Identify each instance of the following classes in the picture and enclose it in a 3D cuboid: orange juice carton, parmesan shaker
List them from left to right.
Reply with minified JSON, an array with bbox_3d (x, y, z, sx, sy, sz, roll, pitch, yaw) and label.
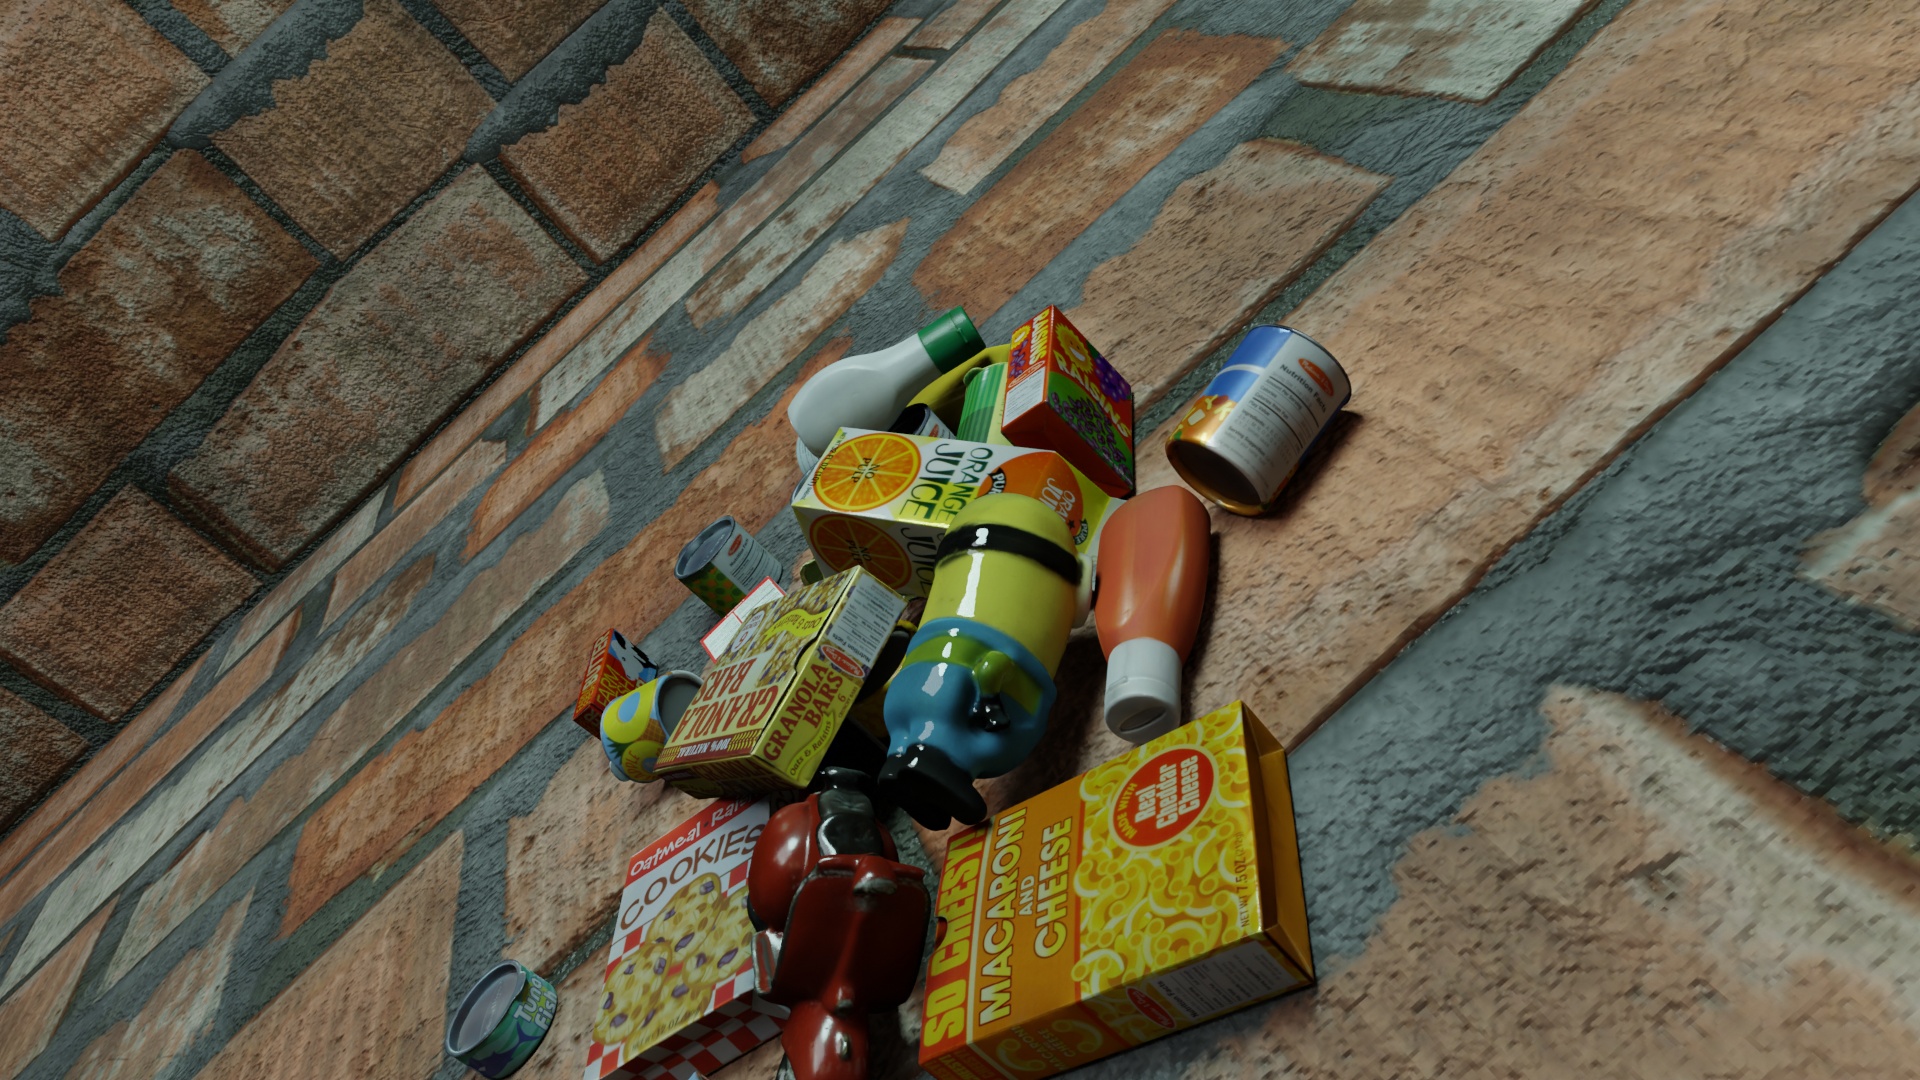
[{"bbox_3d":[0.003,-0.011,0.841,0.193,0.072,0.072,9,51,25],"label":"orange juice carton"},{"bbox_3d":[0.026,-0.066,0.936,0.071,0.071,0.103,-27,30,30],"label":"parmesan shaker"}]

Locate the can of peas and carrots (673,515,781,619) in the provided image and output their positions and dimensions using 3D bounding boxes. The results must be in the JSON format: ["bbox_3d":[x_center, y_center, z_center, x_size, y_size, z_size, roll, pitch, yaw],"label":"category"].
[{"bbox_3d":[-0.188,0.024,1.120,0.071,0.058,0.071,-34,27,20],"label":"can of peas and carrots"}]

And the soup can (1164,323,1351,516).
[{"bbox_3d":[0.159,-0.064,0.753,0.084,0.071,0.071,-51,27,-14],"label":"soup can"}]

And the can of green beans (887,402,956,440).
[{"bbox_3d":[-0.031,-0.058,1.020,0.071,0.057,0.071,-33,28,20],"label":"can of green beans"}]

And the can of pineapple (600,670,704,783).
[{"bbox_3d":[-0.210,0.133,0.980,0.057,0.071,0.071,-27,30,30],"label":"can of pineapple"}]

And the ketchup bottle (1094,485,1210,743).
[{"bbox_3d":[0.096,0.037,0.714,0.064,0.043,0.149,-33,27,33],"label":"ketchup bottle"}]

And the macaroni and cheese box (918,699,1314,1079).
[{"bbox_3d":[0.062,0.153,0.593,0.166,0.040,0.124,-30,28,25],"label":"macaroni and cheese box"}]

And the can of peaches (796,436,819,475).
[{"bbox_3d":[-0.088,-0.074,1.121,0.058,0.071,0.071,-21,34,39],"label":"can of peaches"}]

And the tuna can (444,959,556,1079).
[{"bbox_3d":[-0.287,0.300,0.874,0.071,0.032,0.071,-33,28,20],"label":"tuna can"}]

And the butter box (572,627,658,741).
[{"bbox_3d":[-0.273,0.119,1.104,0.024,0.053,0.104,-37,26,18],"label":"butter box"}]

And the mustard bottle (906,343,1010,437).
[{"bbox_3d":[0.021,-0.114,1.042,0.160,0.048,0.066,-18,36,41],"label":"mustard bottle"}]

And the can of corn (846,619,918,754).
[{"bbox_3d":[-0.031,0.086,0.803,0.071,0.058,0.071,-33,28,20],"label":"can of corn"}]

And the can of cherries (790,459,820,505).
[{"bbox_3d":[-0.086,-0.029,1.055,0.071,0.058,0.072,-32,28,19],"label":"can of cherries"}]

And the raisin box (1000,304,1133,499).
[{"bbox_3d":[0.070,-0.084,0.885,0.040,0.086,0.124,-35,27,28],"label":"raisin box"}]

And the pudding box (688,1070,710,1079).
[{"bbox_3d":[-0.130,0.296,0.639,0.084,0.049,0.030,-49,25,-11],"label":"pudding box"}]

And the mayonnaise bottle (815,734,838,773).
[{"bbox_3d":[-0.108,0.100,0.912,0.065,0.041,0.148,-40,25,4],"label":"mayonnaise bottle"}]

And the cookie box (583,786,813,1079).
[{"bbox_3d":[-0.142,0.220,0.783,0.122,0.040,0.168,-34,28,18],"label":"cookie box"}]

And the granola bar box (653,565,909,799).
[{"bbox_3d":[-0.109,0.087,0.811,0.165,0.039,0.125,-22,35,58],"label":"granola bar box"}]

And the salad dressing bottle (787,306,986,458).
[{"bbox_3d":[-0.052,-0.115,1.004,0.147,0.064,0.044,-31,13,6],"label":"salad dressing bottle"}]
